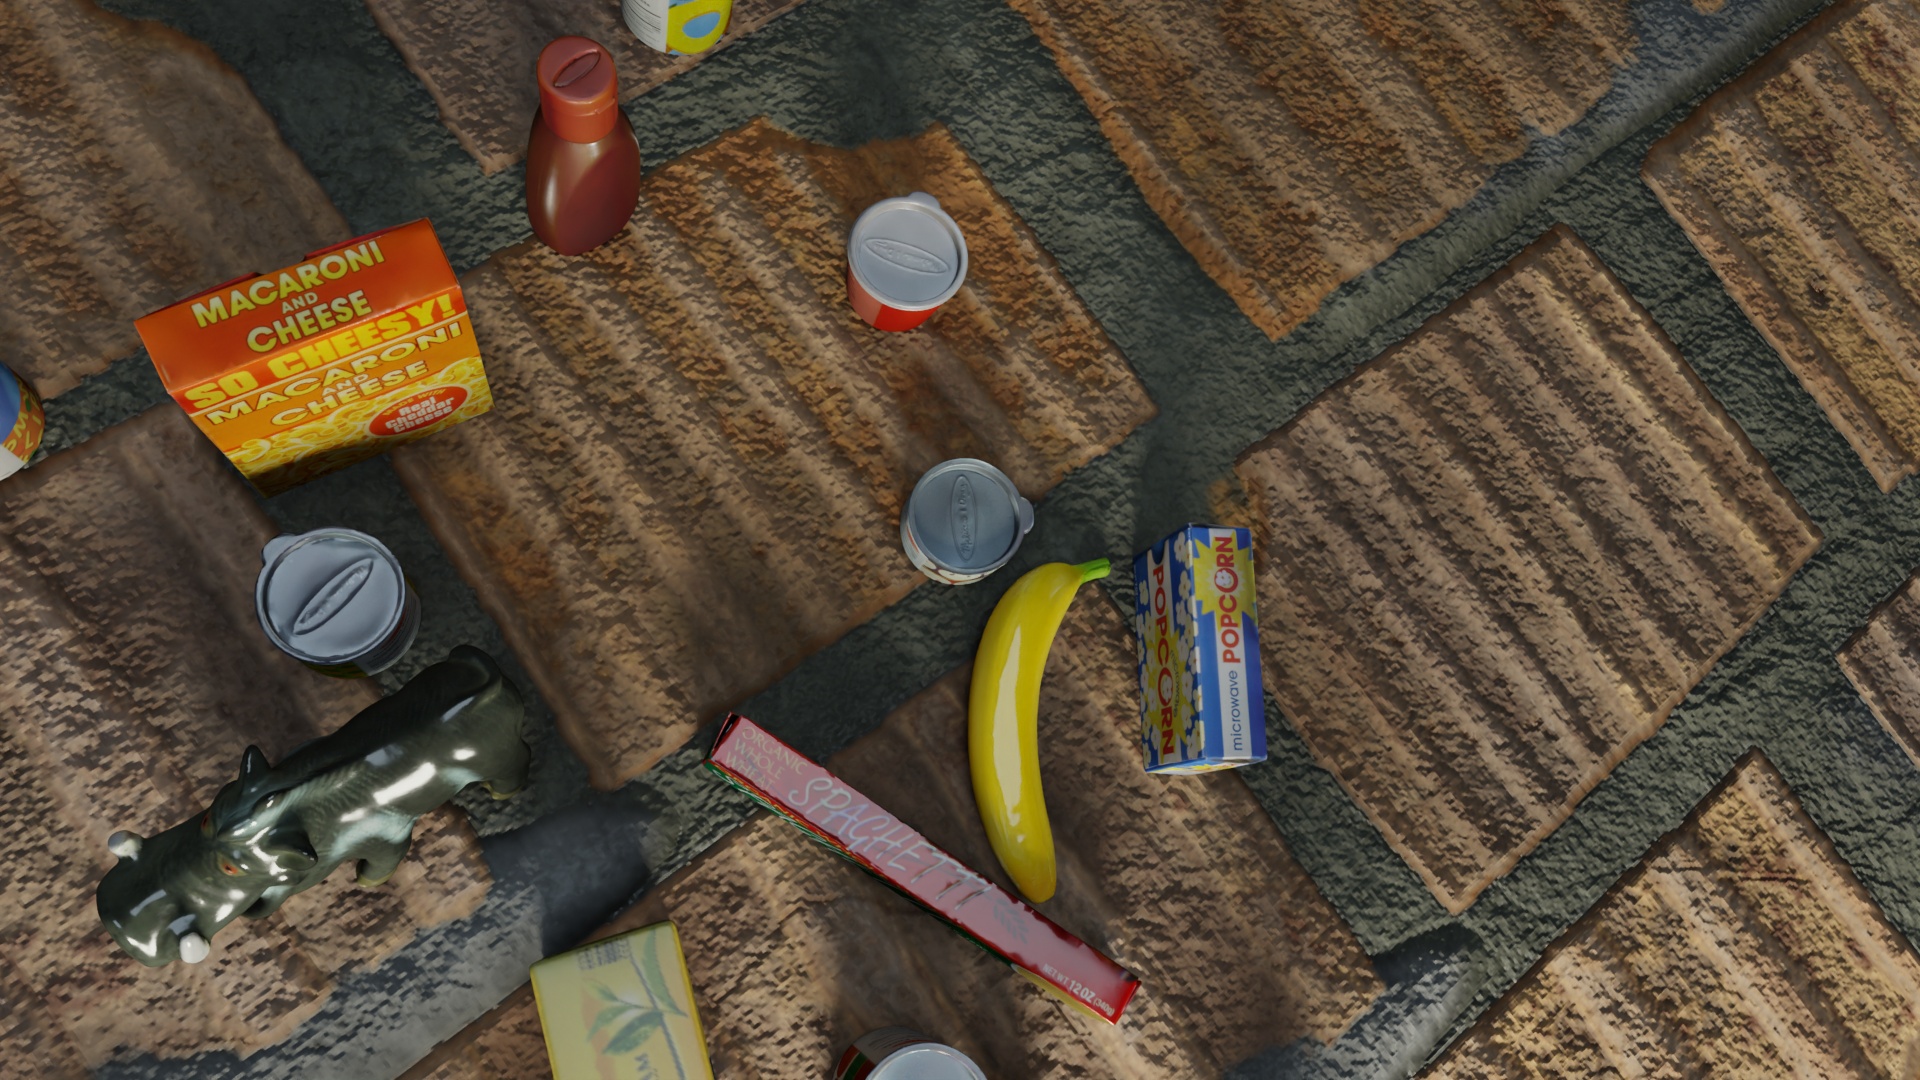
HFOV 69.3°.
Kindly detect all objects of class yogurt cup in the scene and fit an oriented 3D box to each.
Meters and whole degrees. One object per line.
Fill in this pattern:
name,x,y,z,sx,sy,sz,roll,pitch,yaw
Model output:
yogurt cup,-0.034,-0.154,0.792,0.072,0.053,0.072,3,76,-13

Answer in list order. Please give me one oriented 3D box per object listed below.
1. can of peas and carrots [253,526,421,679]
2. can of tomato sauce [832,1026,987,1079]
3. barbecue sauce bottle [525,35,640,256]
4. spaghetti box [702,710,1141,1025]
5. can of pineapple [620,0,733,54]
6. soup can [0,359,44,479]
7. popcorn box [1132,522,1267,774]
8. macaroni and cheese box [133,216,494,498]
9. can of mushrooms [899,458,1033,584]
can of peas and carrots,-0.303,0.030,0.676,0.071,0.058,0.071,3,76,-13
can of tomato sauce,-0.026,0.274,0.669,0.071,0.083,0.071,3,76,-13
barbecue sauce bottle,-0.195,-0.202,0.715,0.043,0.148,0.065,45,71,0
spaghetti box,-0.023,0.169,0.714,0.250,0.050,0.029,34,71,-3
can of pineapple,-0.162,-0.325,0.802,0.071,0.057,0.071,3,76,-13
soup can,-0.478,-0.069,0.646,0.071,0.083,0.071,3,76,-13
popcorn box,0.129,0.062,0.760,0.038,0.085,0.127,2,76,-13
macaroni and cheese box,-0.292,-0.081,0.651,0.124,0.166,0.040,-26,84,-18
can of mushrooms,0.003,-0.010,0.775,0.071,0.033,0.071,3,75,-13
